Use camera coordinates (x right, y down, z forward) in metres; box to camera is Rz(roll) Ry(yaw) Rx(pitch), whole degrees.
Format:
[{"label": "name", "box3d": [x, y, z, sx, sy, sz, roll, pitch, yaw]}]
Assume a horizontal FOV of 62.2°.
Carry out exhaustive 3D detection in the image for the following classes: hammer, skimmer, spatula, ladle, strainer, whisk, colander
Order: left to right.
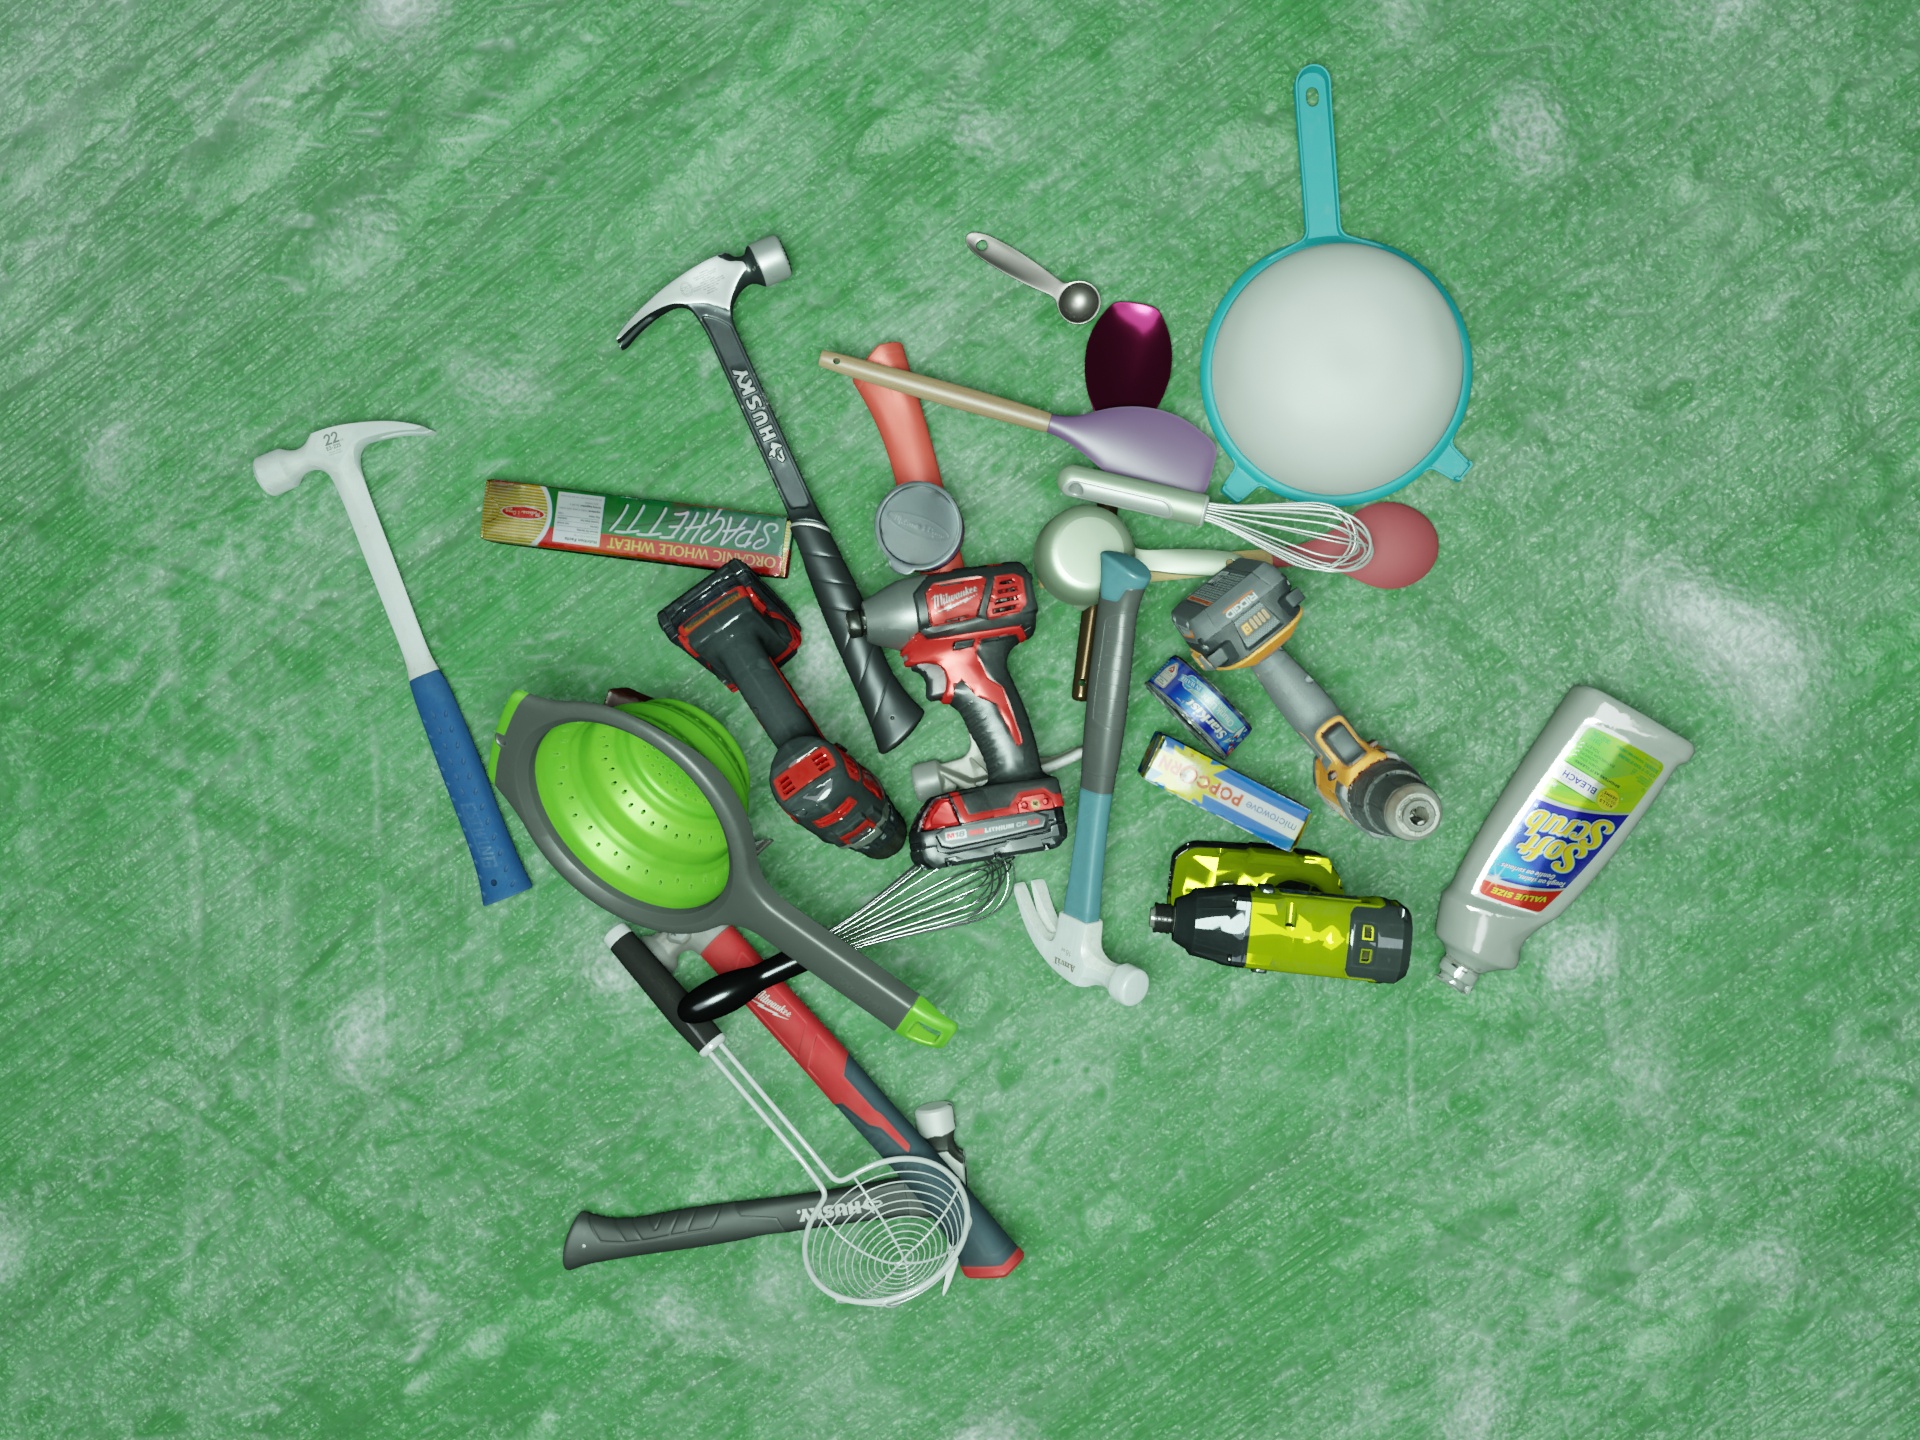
[{"label": "hammer", "box3d": [-0.432, -0.049, 1.284, 0.144, 0.035, 0.405, -21, 90, 4]}, {"label": "colander", "box3d": [-0.157, 0.097, 1.172, 0.397, 0.094, 0.204, 34, 133, 3]}, {"label": "hammer", "box3d": [-0.157, 0.405, 1.281, 0.335, 0.035, 0.146, -10, 90, 4]}, {"label": "skimmer", "box3d": [-0.143, 0.280, 1.188, 0.127, 0.090, 0.363, -38, 77, -27]}, {"label": "hammer", "box3d": [-0.130, -0.166, 1.236, 0.149, 0.036, 0.409, -23, 88, -4]}, {"label": "whisk", "box3d": [-0.085, 0.165, 1.222, 0.284, 0.070, 0.070, -24, 90, -12]}, {"label": "hammer", "box3d": [-0.082, 0.270, 1.245, 0.143, 0.038, 0.386, -45, 80, 2]}, {"label": "hammer", "box3d": [-0.006, -0.123, 1.257, 0.149, 0.037, 0.359, -15, 91, 4]}, {"label": "spatula", "box3d": [0.044, -0.239, 1.230, 0.316, 0.018, 0.060, 15, 89, -2]}, {"label": "hammer", "box3d": [0.105, 0.039, 1.197, 0.128, 0.033, 0.331, 19, 108, 47]}, {"label": "whisk", "box3d": [0.193, -0.157, 1.212, 0.246, 0.057, 0.059, 14, 52, 6]}, {"label": "ladle", "box3d": [0.218, -0.126, 1.250, 0.315, 0.031, 0.069, -6, 84, 5]}, {"label": "strainer", "box3d": [0.286, -0.336, 1.205, 0.211, 0.095, 0.340, -5, 93, 4]}]

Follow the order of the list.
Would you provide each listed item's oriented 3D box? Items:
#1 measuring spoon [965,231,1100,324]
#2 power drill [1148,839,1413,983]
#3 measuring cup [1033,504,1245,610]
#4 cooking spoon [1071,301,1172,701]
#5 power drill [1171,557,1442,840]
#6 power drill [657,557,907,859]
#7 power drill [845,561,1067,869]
[{"label": "measuring spoon", "box3d": [0.057, -0.352, 1.261, 0.124, 0.018, 0.034, 33, 93, 9]}, {"label": "power drill", "box3d": [0.218, 0.138, 1.157, 0.171, 0.223, 0.080, 5, 92, 3]}, {"label": "measuring cup", "box3d": [0.141, -0.125, 1.215, 0.167, 0.038, 0.083, 2, 87, -4]}, {"label": "cooking spoon", "box3d": [0.115, -0.172, 1.246, 0.069, 0.017, 0.319, 8, 86, 0]}, {"label": "power drill", "box3d": [0.258, -0.008, 1.159, 0.084, 0.185, 0.226, -38, 97, 4]}, {"label": "power drill", "box3d": [-0.123, 0.004, 1.209, 0.080, 0.187, 0.227, -35, 65, 3]}, {"label": "power drill", "box3d": [-0.002, -0.004, 1.185, 0.143, 0.078, 0.220, -9, 85, -8]}]
